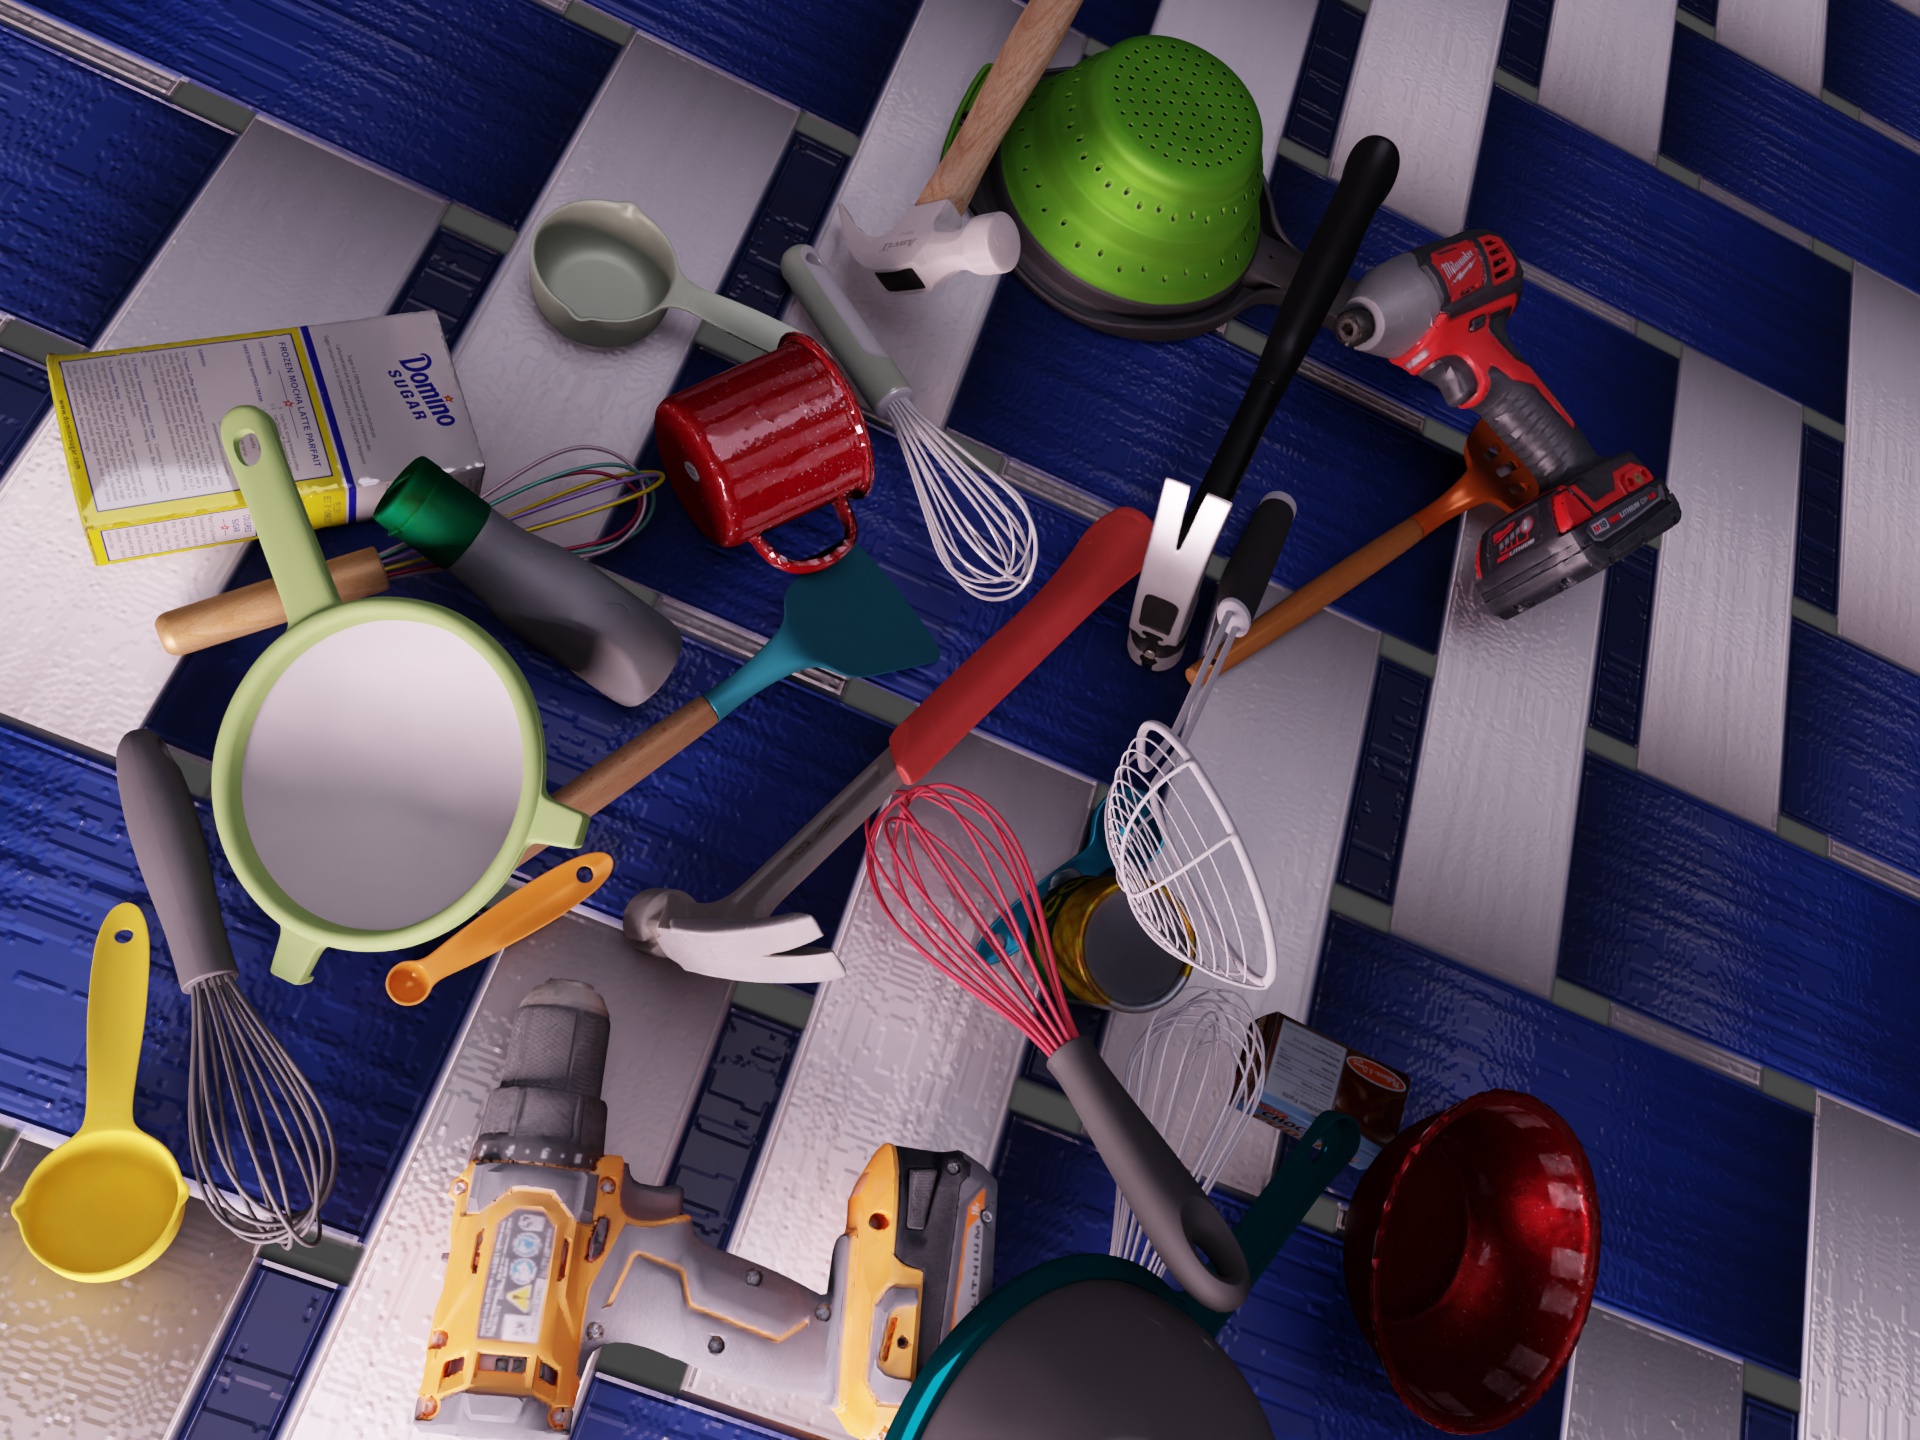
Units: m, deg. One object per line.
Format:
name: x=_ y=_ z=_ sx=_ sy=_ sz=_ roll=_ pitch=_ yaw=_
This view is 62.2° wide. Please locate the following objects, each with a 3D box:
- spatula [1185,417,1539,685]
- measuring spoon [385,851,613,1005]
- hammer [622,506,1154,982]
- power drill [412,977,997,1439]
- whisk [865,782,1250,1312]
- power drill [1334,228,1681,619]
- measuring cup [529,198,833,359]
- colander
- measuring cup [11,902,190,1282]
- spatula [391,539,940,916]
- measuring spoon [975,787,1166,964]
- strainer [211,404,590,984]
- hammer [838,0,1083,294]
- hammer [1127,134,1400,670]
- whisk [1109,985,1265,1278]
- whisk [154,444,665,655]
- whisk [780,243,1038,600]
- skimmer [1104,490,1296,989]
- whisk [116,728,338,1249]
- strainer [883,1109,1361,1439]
spatula: x=0.253 y=-0.100 z=0.959 sx=0.322 sy=0.041 sz=0.081 roll=-32 pitch=84 yaw=-23
measuring spoon: x=-0.209 y=0.093 z=0.727 sx=0.117 sy=0.011 sz=0.021 roll=-33 pitch=93 yaw=-30
hammer: x=-0.001 y=-0.002 z=0.778 sx=0.359 sy=0.149 sz=0.036 roll=-44 pitch=114 yaw=-34
power drill: x=-0.102 y=0.213 z=0.680 sx=0.226 sy=0.084 sz=0.185 roll=9 pitch=65 yaw=-11
whisk: x=0.039 y=0.135 z=0.719 sx=0.073 sy=0.073 sz=0.296 roll=-18 pitch=53 yaw=-25
power drill: x=0.311 y=-0.179 z=0.934 sx=0.143 sy=0.078 sz=0.220 roll=-27 pitch=84 yaw=-34
measuring cup: x=-0.150 y=-0.218 z=0.854 sx=0.167 sy=0.038 sz=0.083 roll=22 pitch=64 yaw=-12
colander: x=0.189 y=-0.309 z=0.975 sx=0.397 sy=0.094 sz=0.205 roll=24 pitch=64 yaw=-9
measuring cup: x=-0.346 y=0.151 z=0.652 sx=0.062 sy=0.029 sz=0.157 roll=-1 pitch=58 yaw=-19
spatula: x=-0.143 y=0.013 z=0.774 sx=0.317 sy=0.044 sz=0.082 roll=-37 pitch=86 yaw=-23
measuring spoon: x=0.053 y=0.082 z=0.822 sx=0.128 sy=0.021 sz=0.042 roll=-39 pitch=98 yaw=-19
strainer: x=-0.264 y=-0.022 z=0.708 sx=0.151 sy=0.069 sz=0.256 roll=-27 pitch=78 yaw=6
hammer: x=0.028 y=-0.372 z=0.927 sx=0.031 sy=0.130 sz=0.331 roll=49 pitch=55 yaw=-41
hammer: x=0.173 y=-0.194 z=0.874 sx=0.035 sy=0.146 sz=0.335 roll=24 pitch=70 yaw=10
whisk: x=0.080 y=0.257 z=0.742 sx=0.070 sy=0.070 sz=0.285 roll=25 pitch=69 yaw=-9
whisk: x=-0.257 y=-0.080 z=0.764 sx=0.245 sy=0.051 sz=0.047 roll=-22 pitch=56 yaw=-21
whisk: x=-0.031 y=-0.167 z=0.863 sx=0.057 sy=0.059 sz=0.246 roll=-10 pitch=62 yaw=-52
skimmer: x=0.152 y=-0.019 z=0.803 sx=0.363 sy=0.090 sz=0.127 roll=-59 pitch=140 yaw=-46
whisk: x=-0.312 y=0.108 z=0.666 sx=0.055 sy=0.055 sz=0.239 roll=-18 pitch=72 yaw=-25
strainer: x=0.105 y=0.294 z=0.664 sx=0.340 sy=0.095 sz=0.210 roll=-41 pitch=117 yaw=-32
